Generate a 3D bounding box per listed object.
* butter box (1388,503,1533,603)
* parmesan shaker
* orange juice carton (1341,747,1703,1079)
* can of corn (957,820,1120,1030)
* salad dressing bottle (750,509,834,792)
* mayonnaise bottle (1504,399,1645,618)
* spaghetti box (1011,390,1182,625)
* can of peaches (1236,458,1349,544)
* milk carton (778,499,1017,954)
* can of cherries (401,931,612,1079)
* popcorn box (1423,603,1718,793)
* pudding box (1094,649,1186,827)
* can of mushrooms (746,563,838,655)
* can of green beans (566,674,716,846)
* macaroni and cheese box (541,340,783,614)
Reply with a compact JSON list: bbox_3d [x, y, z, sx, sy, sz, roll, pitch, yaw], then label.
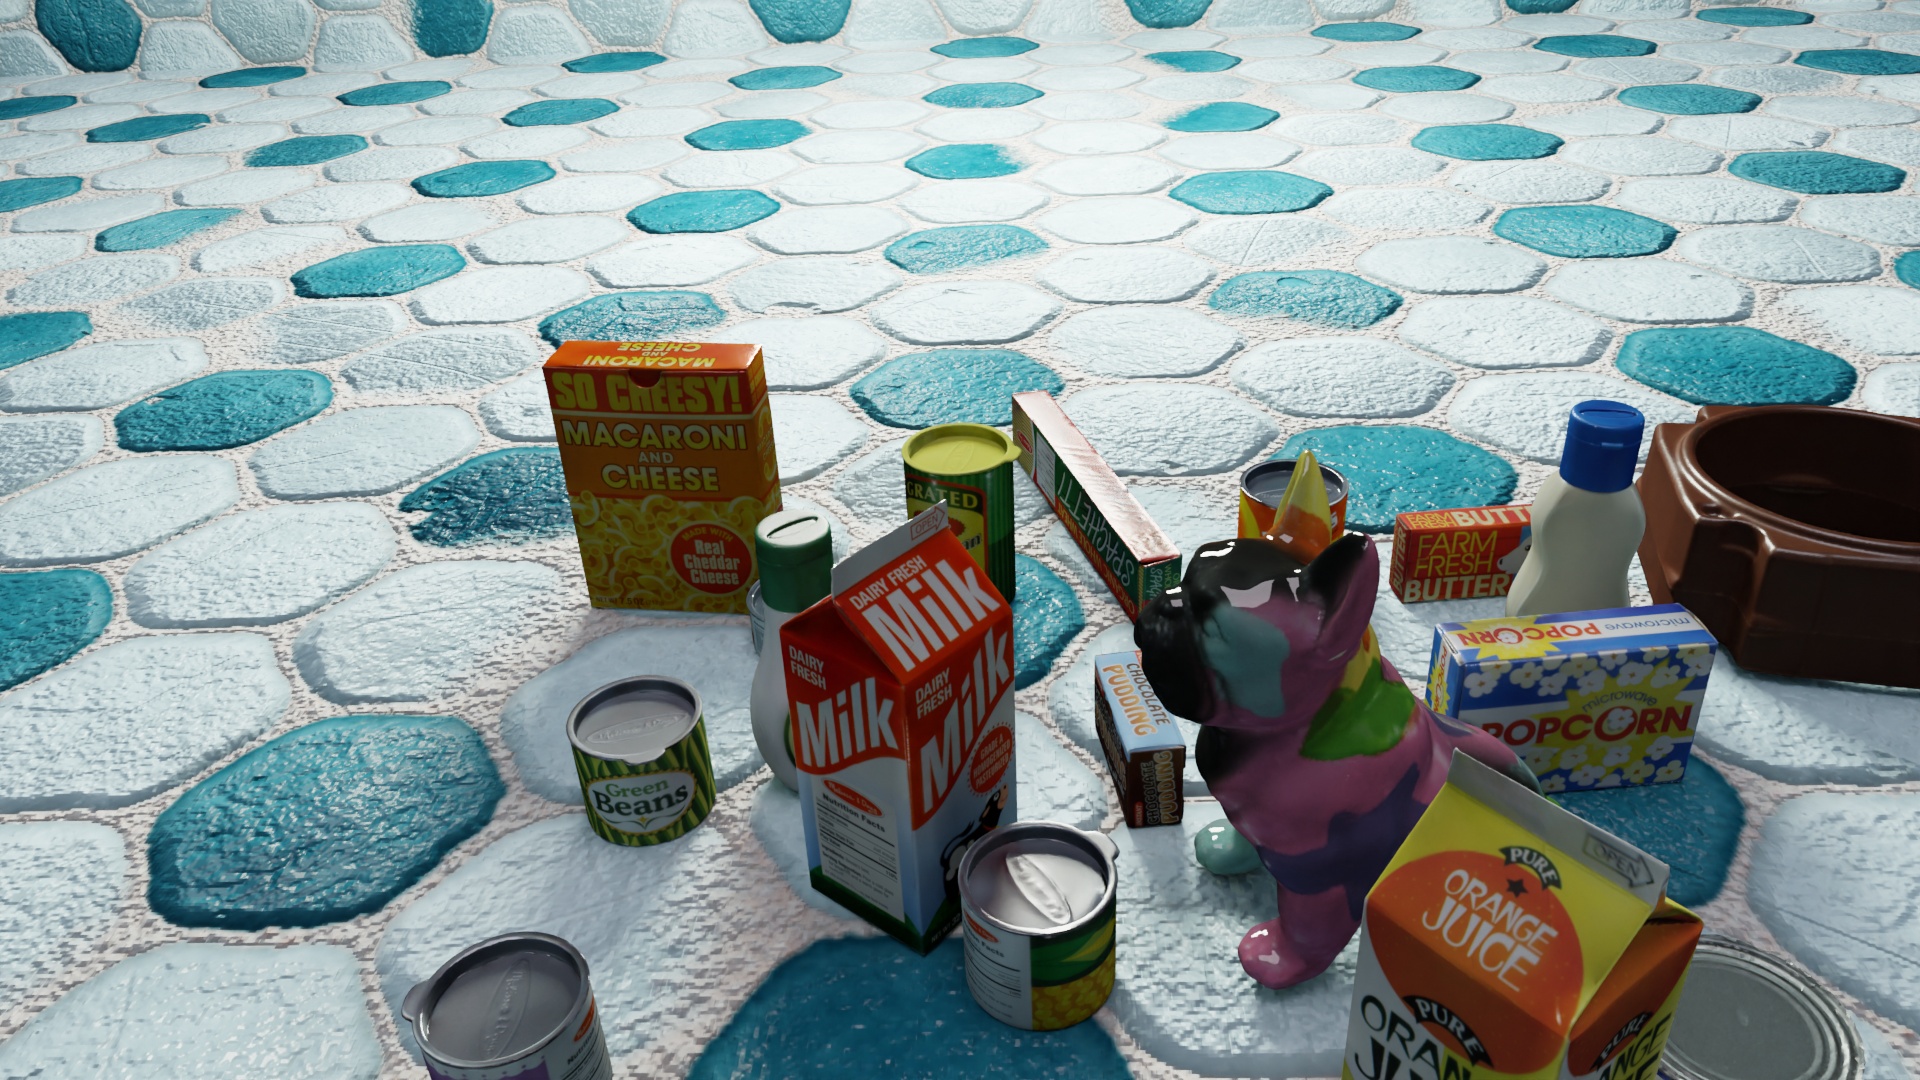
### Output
[{"bbox_3d":[0.312,0.007,0.832,0.103,0.052,0.024,-4,30,-1],"label":"butter box"},{"bbox_3d":[0.003,-0.011,0.840,0.071,0.102,0.071,-2,31,1],"label":"parmesan shaker"},{"bbox_3d":[0.178,0.159,0.453,0.073,0.191,0.072,-22,36,-29],"label":"orange juice carton"},{"bbox_3d":[0.036,0.162,0.591,0.071,0.058,0.071,-2,31,1],"label":"can of corn"},{"bbox_3d":[-0.077,0.057,0.691,0.064,0.147,0.044,-24,36,-31],"label":"salad dressing bottle"},{"bbox_3d":[0.339,-0.003,0.754,0.065,0.147,0.041,3,31,11],"label":"mayonnaise bottle"},{"bbox_3d":[0.084,-0.027,0.913,0.029,0.050,0.251,-10,32,-12],"label":"spaghetti box"},{"bbox_3d":[0.206,-0.010,0.865,0.071,0.057,0.071,-2,31,1],"label":"can of peaches"},{"bbox_3d":[-0.025,0.078,0.608,0.073,0.189,0.073,21,38,34],"label":"milk carton"},{"bbox_3d":[-0.177,0.199,0.547,0.071,0.058,0.072,-2,31,1],"label":"can of cherries"},{"bbox_3d":[0.294,0.080,0.681,0.127,0.084,0.038,-5,30,-3],"label":"popcorn box"},{"bbox_3d":[0.090,0.098,0.702,0.030,0.049,0.084,-6,31,-4],"label":"pudding box"},{"bbox_3d":[-0.091,0.044,0.824,0.071,0.033,0.071,-2,31,1],"label":"can of mushrooms"},{"bbox_3d":[-0.159,0.110,0.696,0.071,0.057,0.071,-2,31,1],"label":"can of green beans"},{"bbox_3d":[-0.172,-0.035,0.836,0.124,0.165,0.040,2,31,8],"label":"macaroni and cheese box"}]
